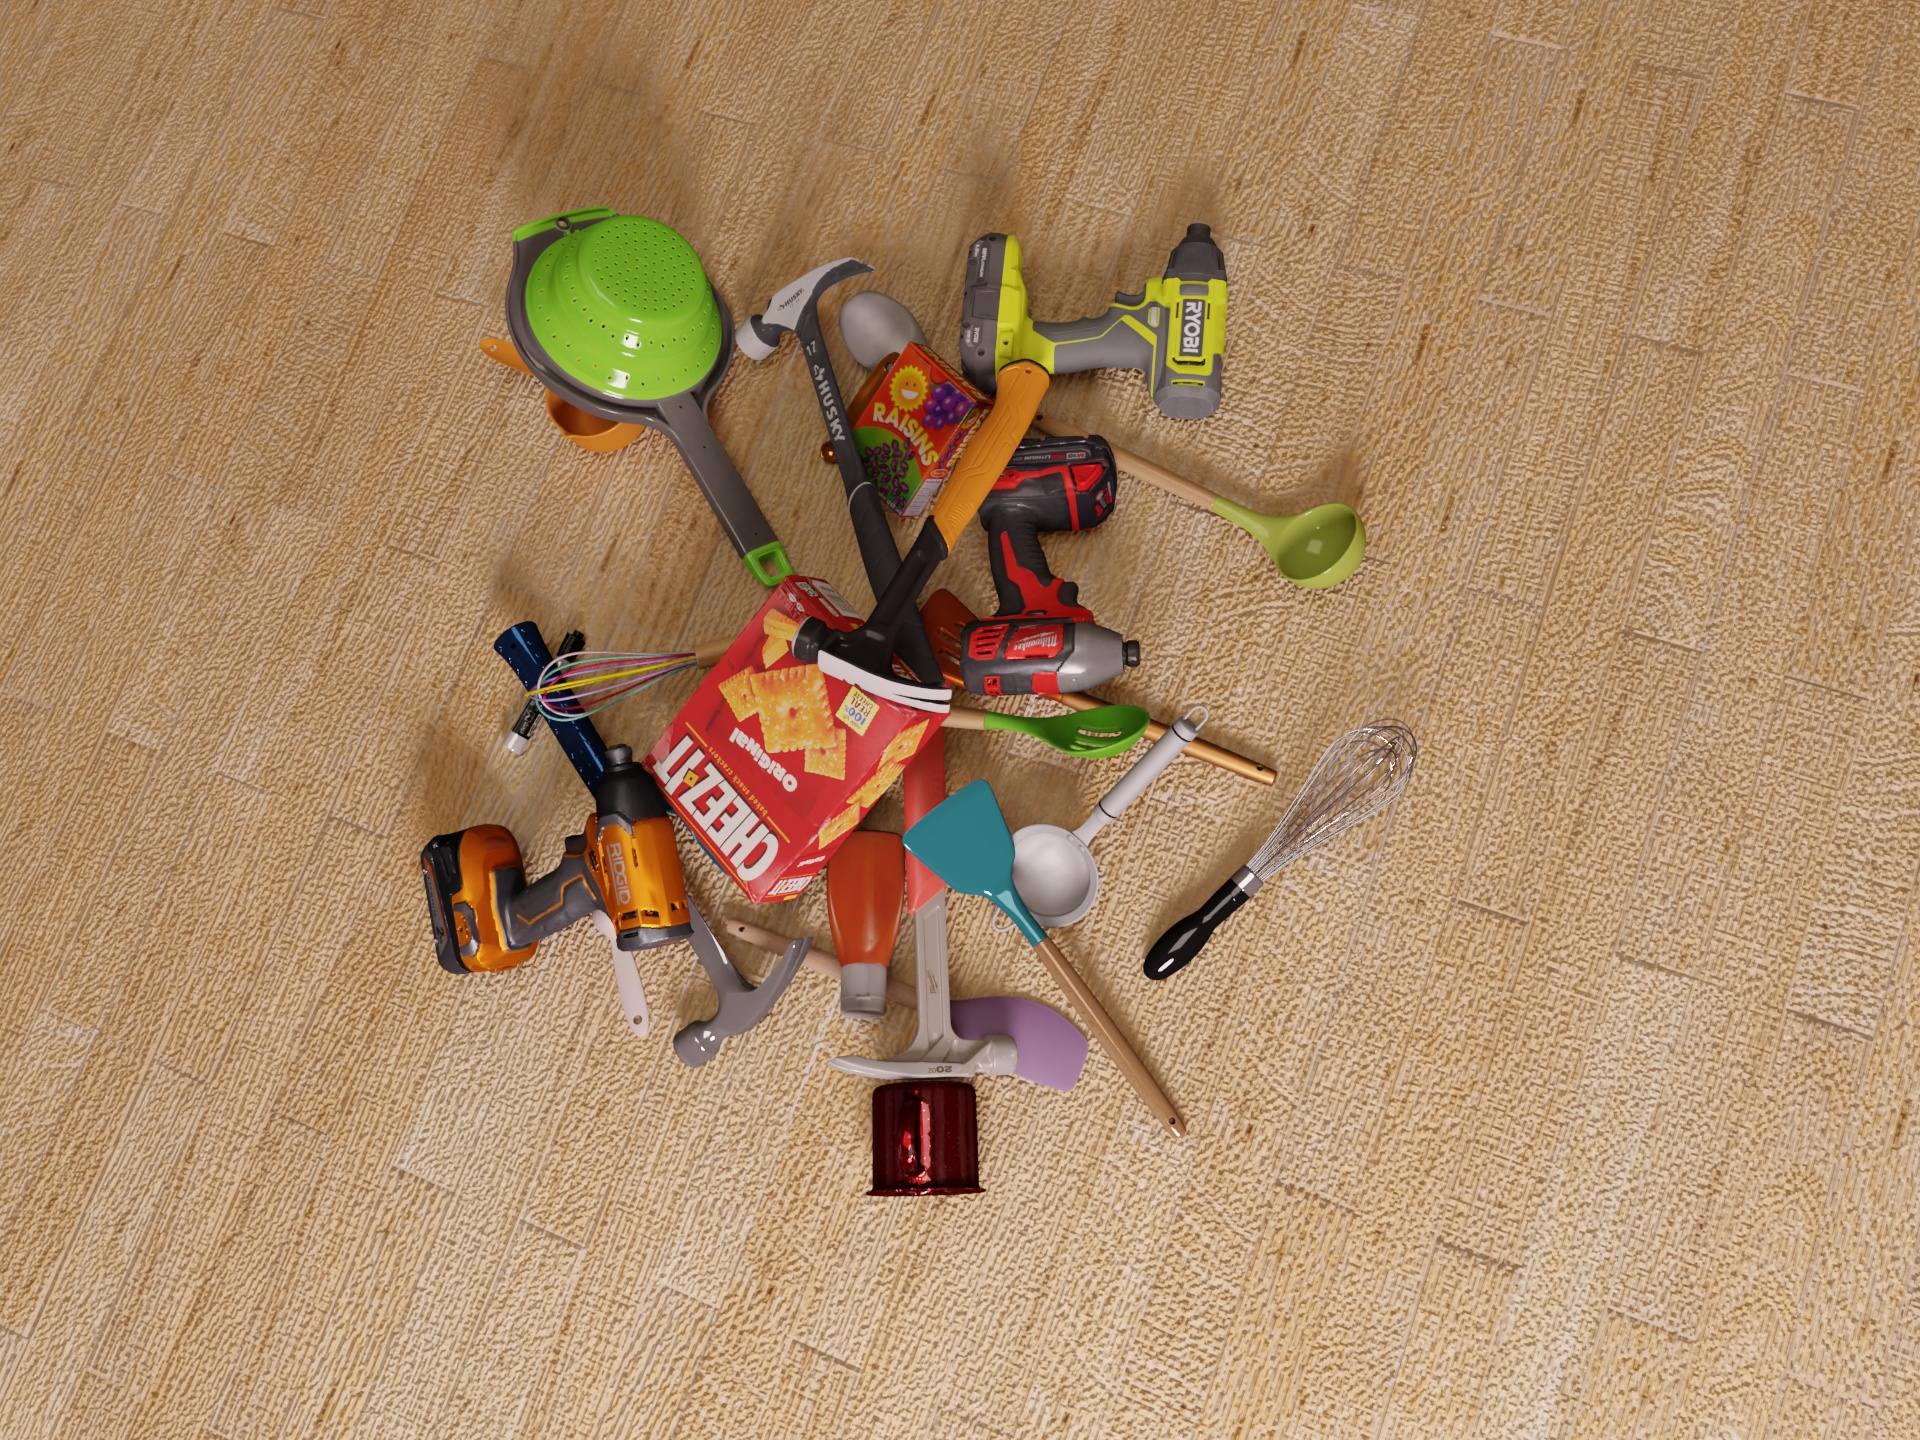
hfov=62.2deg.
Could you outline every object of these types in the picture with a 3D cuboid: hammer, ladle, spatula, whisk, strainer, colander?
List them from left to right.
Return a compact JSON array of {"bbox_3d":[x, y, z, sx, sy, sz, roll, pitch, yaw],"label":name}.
[{"bbox_3d":[-0.274,0.082,1.337,0.144,0.035,0.406,-38,74,13],"label":"hammer"},{"bbox_3d":[-0.244,-0.047,1.345,0.245,0.047,0.051,-14,63,-16],"label":"whisk"},{"bbox_3d":[-0.245,-0.301,1.382,0.204,0.094,0.397,-28,84,-32],"label":"colander"},{"bbox_3d":[-0.085,-0.206,1.341,0.149,0.036,0.409,-32,66,33],"label":"hammer"},{"bbox_3d":[-0.047,0.220,1.294,0.316,0.018,0.060,19,75,13],"label":"spatula"},{"bbox_3d":[-0.036,0.106,1.279,0.149,0.036,0.359,5,68,-20],"label":"hammer"},{"bbox_3d":[-0.001,-0.159,1.253,0.127,0.034,0.337,23,62,10],"label":"hammer"},{"bbox_3d":[0.077,0.195,1.240,0.082,0.044,0.317,-36,84,-7],"label":"spatula"},{"bbox_3d":[0.108,-0.016,1.312,0.323,0.041,0.081,22,60,12],"label":"spatula"},{"bbox_3d":[0.111,0.077,1.248,0.087,0.050,0.258,44,119,6],"label":"strainer"},{"bbox_3d":[0.190,-0.199,1.336,0.320,0.062,0.078,29,80,18],"label":"ladle"},{"bbox_3d":[0.249,0.103,1.252,0.284,0.070,0.070,-44,74,3],"label":"whisk"}]

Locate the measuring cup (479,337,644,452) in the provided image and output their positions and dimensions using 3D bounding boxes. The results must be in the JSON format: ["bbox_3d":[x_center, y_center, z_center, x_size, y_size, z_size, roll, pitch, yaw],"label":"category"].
[{"bbox_3d":[-0.363,-0.306,1.460,0.174,0.052,0.095,26,82,17],"label":"measuring cup"}]

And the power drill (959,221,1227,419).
[{"bbox_3d":[0.118,-0.353,1.377,0.223,0.080,0.171,4,77,7],"label":"power drill"}]

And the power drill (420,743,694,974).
[{"bbox_3d":[-0.328,0.117,1.296,0.226,0.084,0.164,-14,84,25],"label":"power drill"}]

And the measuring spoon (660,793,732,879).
[{"bbox_3d":[-0.222,0.090,1.360,0.042,0.021,0.129,-42,83,1],"label":"measuring spoon"}]

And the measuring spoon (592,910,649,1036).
[{"bbox_3d":[-0.285,0.206,1.338,0.034,0.018,0.124,-20,75,5],"label":"measuring spoon"}]

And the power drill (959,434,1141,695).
[{"bbox_3d":[0.075,-0.122,1.298,0.143,0.078,0.220,-2,62,9],"label":"power drill"}]

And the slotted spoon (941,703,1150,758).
[{"bbox_3d":[-0.002,-0.004,1.272,0.314,0.031,0.070,7,33,20],"label":"slotted spoon"}]

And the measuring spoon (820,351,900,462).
[{"bbox_3d":[-0.087,-0.276,1.405,0.021,0.011,0.117,42,108,14],"label":"measuring spoon"}]
